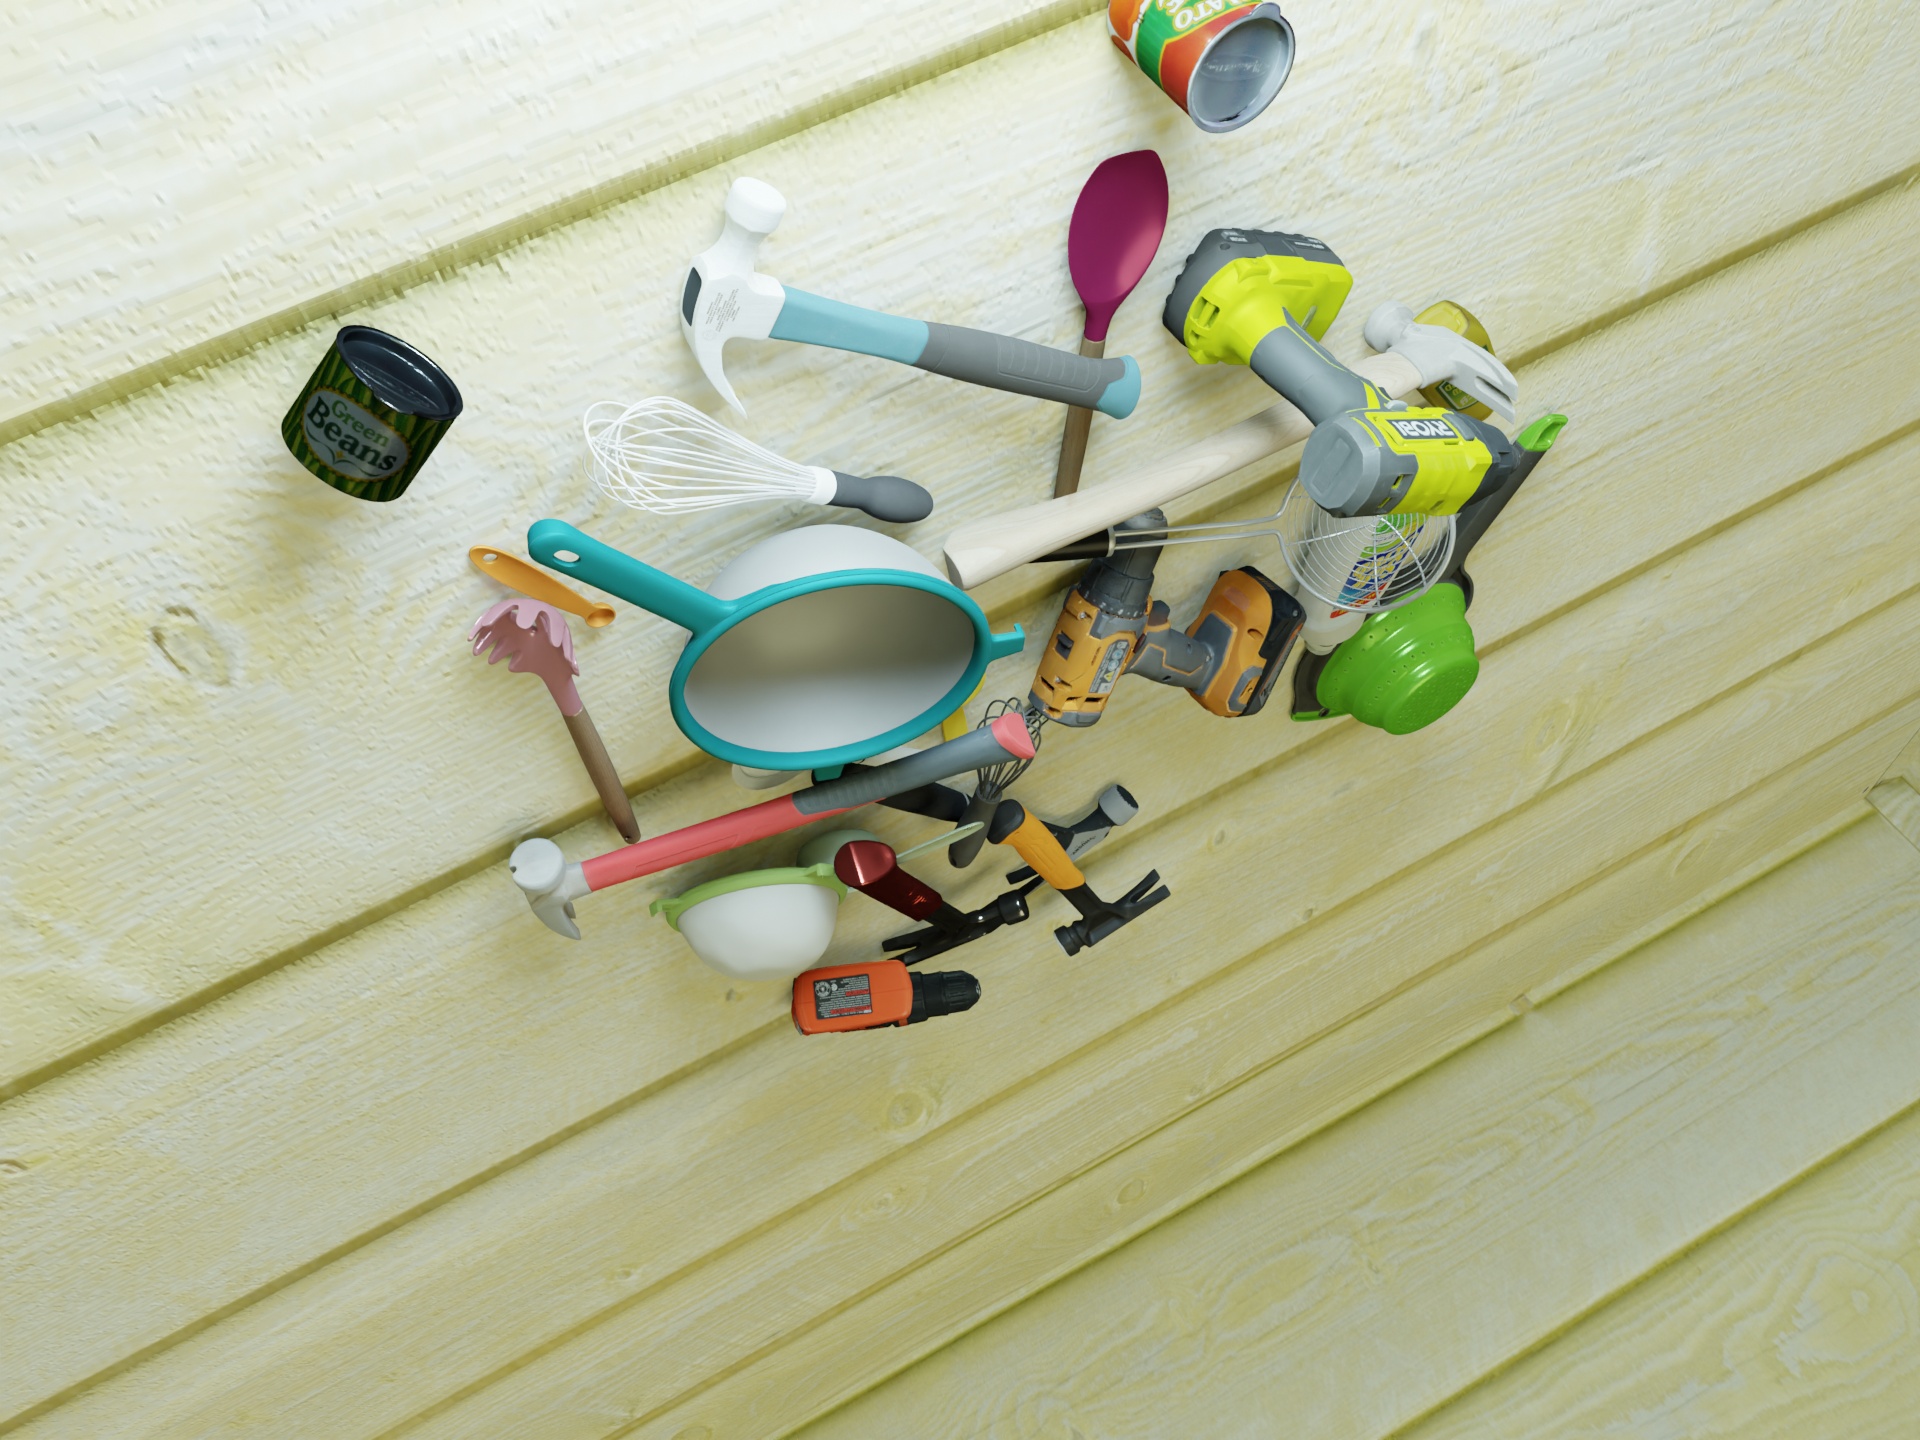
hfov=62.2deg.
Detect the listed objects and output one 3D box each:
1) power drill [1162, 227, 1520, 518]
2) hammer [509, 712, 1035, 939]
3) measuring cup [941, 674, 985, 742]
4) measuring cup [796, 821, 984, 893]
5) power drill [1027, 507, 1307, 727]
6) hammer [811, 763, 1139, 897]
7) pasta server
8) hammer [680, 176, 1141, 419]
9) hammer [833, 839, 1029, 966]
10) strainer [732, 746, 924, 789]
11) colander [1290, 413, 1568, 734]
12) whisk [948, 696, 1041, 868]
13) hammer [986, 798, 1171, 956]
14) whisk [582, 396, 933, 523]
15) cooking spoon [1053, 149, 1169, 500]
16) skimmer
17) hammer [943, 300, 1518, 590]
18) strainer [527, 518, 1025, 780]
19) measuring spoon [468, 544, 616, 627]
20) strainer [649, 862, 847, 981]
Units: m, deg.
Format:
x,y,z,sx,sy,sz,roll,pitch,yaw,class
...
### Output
x,y,z,sx,sy,sz,roll,pitch,yaw,class
0.246,-0.218,1.021,0.171,0.223,0.080,-8,142,-35,power drill
-0.131,0.075,1.192,0.386,0.038,0.143,-17,157,-7,hammer
-0.002,-0.004,1.283,0.062,0.029,0.156,-27,147,-11,measuring cup
-0.061,0.102,1.335,0.167,0.038,0.083,-22,157,11,measuring cup
0.174,-0.084,1.283,0.226,0.084,0.185,-1,124,-37,power drill
0.007,0.082,1.413,0.149,0.036,0.408,-43,147,18,hammer
-0.256,0.012,1.064,0.060,0.040,0.316,4,149,5,pasta server
-0.015,-0.222,0.943,0.330,0.033,0.128,2,135,-39,hammer
-0.047,0.160,1.385,0.149,0.037,0.358,-22,160,8,hammer
-0.088,0.022,1.213,0.258,0.050,0.087,11,123,-46,strainer
0.468,-0.109,1.508,0.204,0.095,0.396,-7,141,-37,colander
0.021,0.058,1.316,0.055,0.055,0.238,-17,151,-25,whisk
0.103,0.142,1.514,0.127,0.034,0.336,-33,149,6,hammer
-0.110,-0.145,0.960,0.284,0.070,0.070,2,135,-51,whisk
0.084,-0.234,1.050,0.068,0.017,0.318,-18,146,-18,cooking spoon
0.173,-0.128,1.145,0.363,0.090,0.127,-6,113,-15,skimmer
0.181,-0.178,1.095,0.410,0.146,0.038,-25,134,-12,hammer
-0.132,-0.080,0.999,0.211,0.095,0.340,-34,143,26,strainer
-0.253,-0.083,0.963,0.021,0.011,0.116,-35,147,17,measuring spoon
-0.157,0.197,1.356,0.151,0.069,0.256,-13,156,2,strainer
